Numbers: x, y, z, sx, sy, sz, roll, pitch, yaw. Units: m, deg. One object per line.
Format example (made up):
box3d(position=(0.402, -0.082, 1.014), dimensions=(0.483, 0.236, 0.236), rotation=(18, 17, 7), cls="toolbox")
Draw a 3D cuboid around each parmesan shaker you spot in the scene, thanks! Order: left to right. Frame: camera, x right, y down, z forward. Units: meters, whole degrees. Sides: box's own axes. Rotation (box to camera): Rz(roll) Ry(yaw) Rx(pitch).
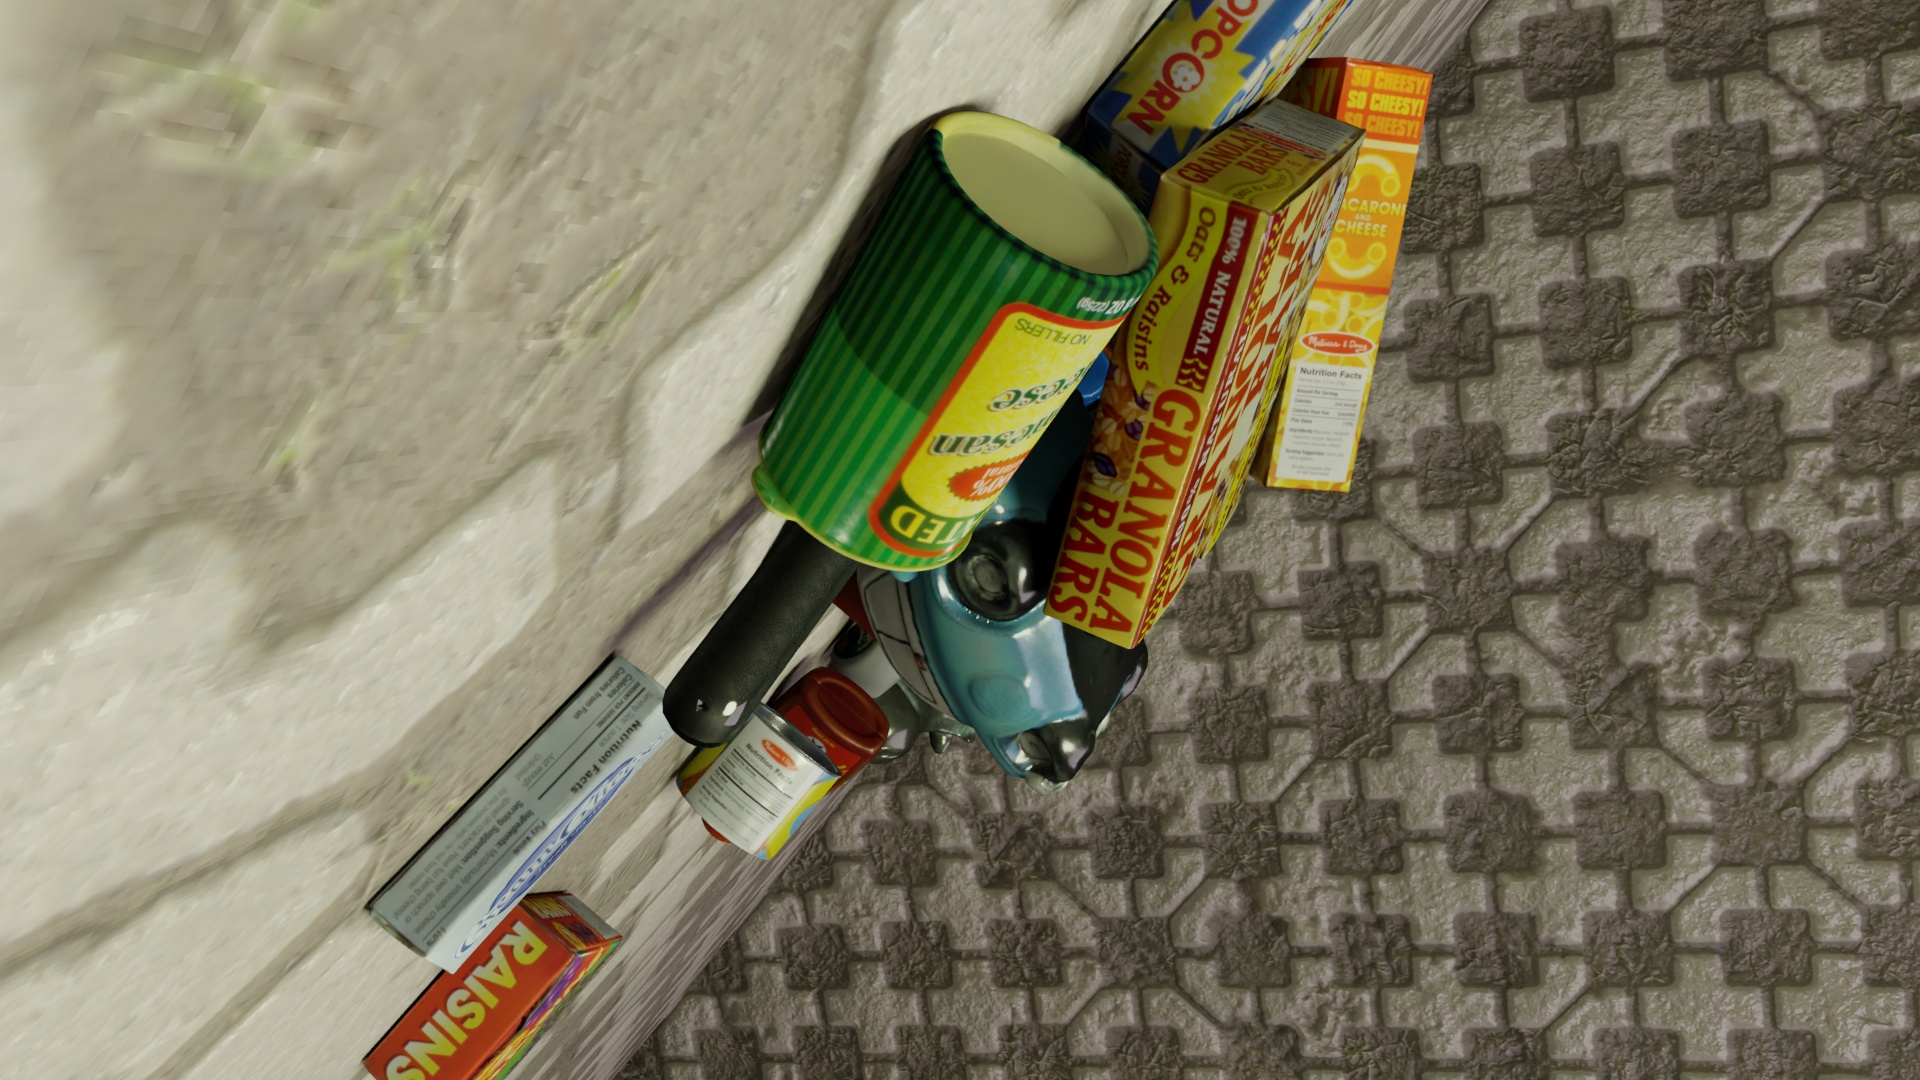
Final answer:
box3d(position=(-0.004, -0.049, 0.359), dimensions=(0.102, 0.071, 0.072), rotation=(-55, 174, 37), cls="parmesan shaker")

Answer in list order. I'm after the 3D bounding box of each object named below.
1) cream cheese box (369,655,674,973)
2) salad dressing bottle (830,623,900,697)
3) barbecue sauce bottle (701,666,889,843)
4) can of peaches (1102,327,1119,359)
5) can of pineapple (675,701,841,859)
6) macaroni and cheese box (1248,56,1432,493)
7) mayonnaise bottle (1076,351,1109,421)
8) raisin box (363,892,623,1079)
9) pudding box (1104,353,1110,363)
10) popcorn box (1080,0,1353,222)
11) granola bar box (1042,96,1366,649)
box3d(position=(-0.133, 0.085, 0.434), dimensions=(0.104, 0.024, 0.053), rotation=(-49, 173, -23), cls="cream cheese box")
box3d(position=(-0.021, 0.044, 0.863), dimensions=(0.147, 0.044, 0.064), rotation=(-41, -166, 34), cls="salad dressing bottle")
box3d(position=(-0.108, 0.138, 0.854), dimensions=(0.148, 0.065, 0.044), rotation=(-43, -172, 36), cls="barbecue sauce bottle")
box3d(position=(0.093, -0.122, 0.686), dimensions=(0.058, 0.071, 0.071), rotation=(-44, 174, -6), cls="can of peaches")
box3d(position=(-0.105, 0.123, 0.725), dimensions=(0.058, 0.071, 0.071), rotation=(-50, 175, -4), cls="can of pineapple")
box3d(position=(0.140, -0.117, 0.595), dimensions=(0.124, 0.040, 0.165), rotation=(-121, -144, -69), cls="macaroni and cheese box")
box3d(position=(0.069, -0.087, 0.882), dimensions=(0.065, 0.041, 0.148), rotation=(-52, 174, -9), cls="mayonnaise bottle")
box3d(position=(-0.199, 0.201, 0.610), dimensions=(0.086, 0.040, 0.123), rotation=(-48, 174, -13), cls="raisin box")
box3d(position=(0.114, -0.141, 0.937), dimensions=(0.083, 0.030, 0.049), rotation=(-51, 174, 3), cls="pudding box")
box3d(position=(0.095, -0.172, 0.495), dimensions=(0.127, 0.038, 0.085), rotation=(-50, 176, -3), cls="popcorn box")
box3d(position=(0.087, -0.060, 0.491), dimensions=(0.125, 0.039, 0.164), rotation=(-44, 152, -51), cls="granola bar box")
